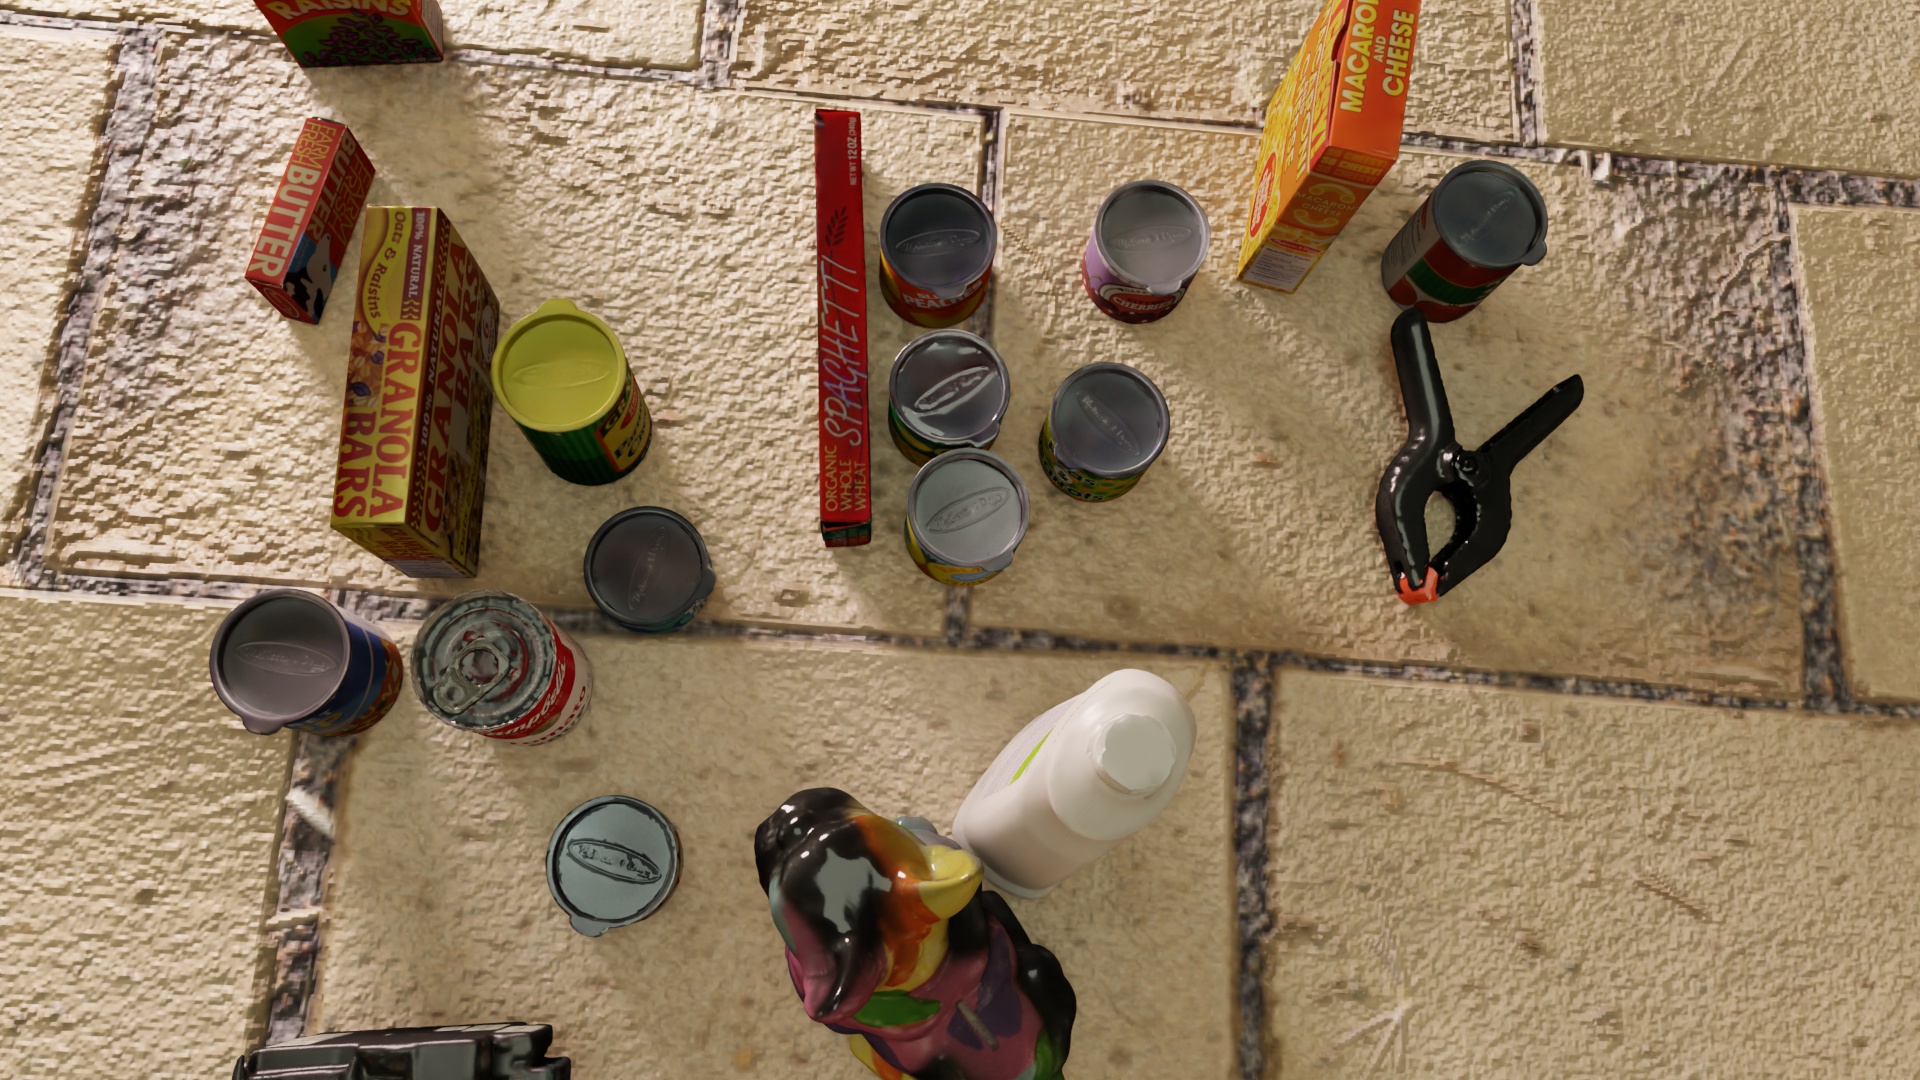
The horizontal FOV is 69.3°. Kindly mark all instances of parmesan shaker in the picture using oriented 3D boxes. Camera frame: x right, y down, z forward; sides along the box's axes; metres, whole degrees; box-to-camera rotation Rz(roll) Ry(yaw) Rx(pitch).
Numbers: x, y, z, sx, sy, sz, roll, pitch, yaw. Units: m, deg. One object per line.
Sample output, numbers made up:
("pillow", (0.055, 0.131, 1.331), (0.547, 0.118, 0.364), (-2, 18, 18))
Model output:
("parmesan shaker", (-0.203, -0.076, 0.740), (0.071, 0.103, 0.071), (1, 77, -4))

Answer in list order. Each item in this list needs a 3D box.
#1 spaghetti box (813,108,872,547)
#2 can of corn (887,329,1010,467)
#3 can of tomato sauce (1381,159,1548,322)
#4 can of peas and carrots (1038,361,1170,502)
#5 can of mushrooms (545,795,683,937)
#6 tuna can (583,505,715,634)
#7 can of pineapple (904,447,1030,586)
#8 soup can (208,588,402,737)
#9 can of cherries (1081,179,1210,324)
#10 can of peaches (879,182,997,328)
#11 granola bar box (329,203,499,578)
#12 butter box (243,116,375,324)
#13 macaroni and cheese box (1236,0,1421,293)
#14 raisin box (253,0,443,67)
("spaghetti box", (-0.068, -0.121, 0.789), (0.029, 0.050, 0.250), (-1, 76, -5))
("can of corn", (-0.006, -0.075, 0.778), (0.071, 0.058, 0.071), (1, 76, -4))
("can of tomato sauce", (0.294, -0.172, 0.812), (0.071, 0.083, 0.071), (1, 76, -4))
("can of peas and carrots", (0.078, -0.058, 0.780), (0.071, 0.058, 0.071), (1, 76, -4))
("can of mushrooms", (-0.179, 0.168, 0.718), (0.071, 0.033, 0.071), (1, 76, -4))
("tuna can", (-0.166, 0.018, 0.756), (0.071, 0.032, 0.071), (1, 76, -4))
("can of pineapple", (0.003, -0.010, 0.763), (0.071, 0.057, 0.071), (1, 76, -4))
("soup can", (-0.330, 0.067, 0.705), (0.071, 0.083, 0.071), (1, 76, -4))
("can of cherries", (0.106, -0.164, 0.809), (0.071, 0.058, 0.071), (1, 76, -4))
("can of peaches", (-0.014, -0.160, 0.799), (0.071, 0.058, 0.071), (1, 76, -4))
("granola bar box", (-0.278, -0.072, 0.723), (0.039, 0.124, 0.166), (1, 76, -4))
("butter box", (-0.363, -0.179, 0.779), (0.024, 0.053, 0.104), (14, 76, -1))
("macaroni and cheese box", (0.203, -0.229, 0.776), (0.040, 0.166, 0.124), (13, 76, -1))
("raisin box", (-0.351, -0.315, 0.778), (0.086, 0.123, 0.040), (-3, 77, -5))
